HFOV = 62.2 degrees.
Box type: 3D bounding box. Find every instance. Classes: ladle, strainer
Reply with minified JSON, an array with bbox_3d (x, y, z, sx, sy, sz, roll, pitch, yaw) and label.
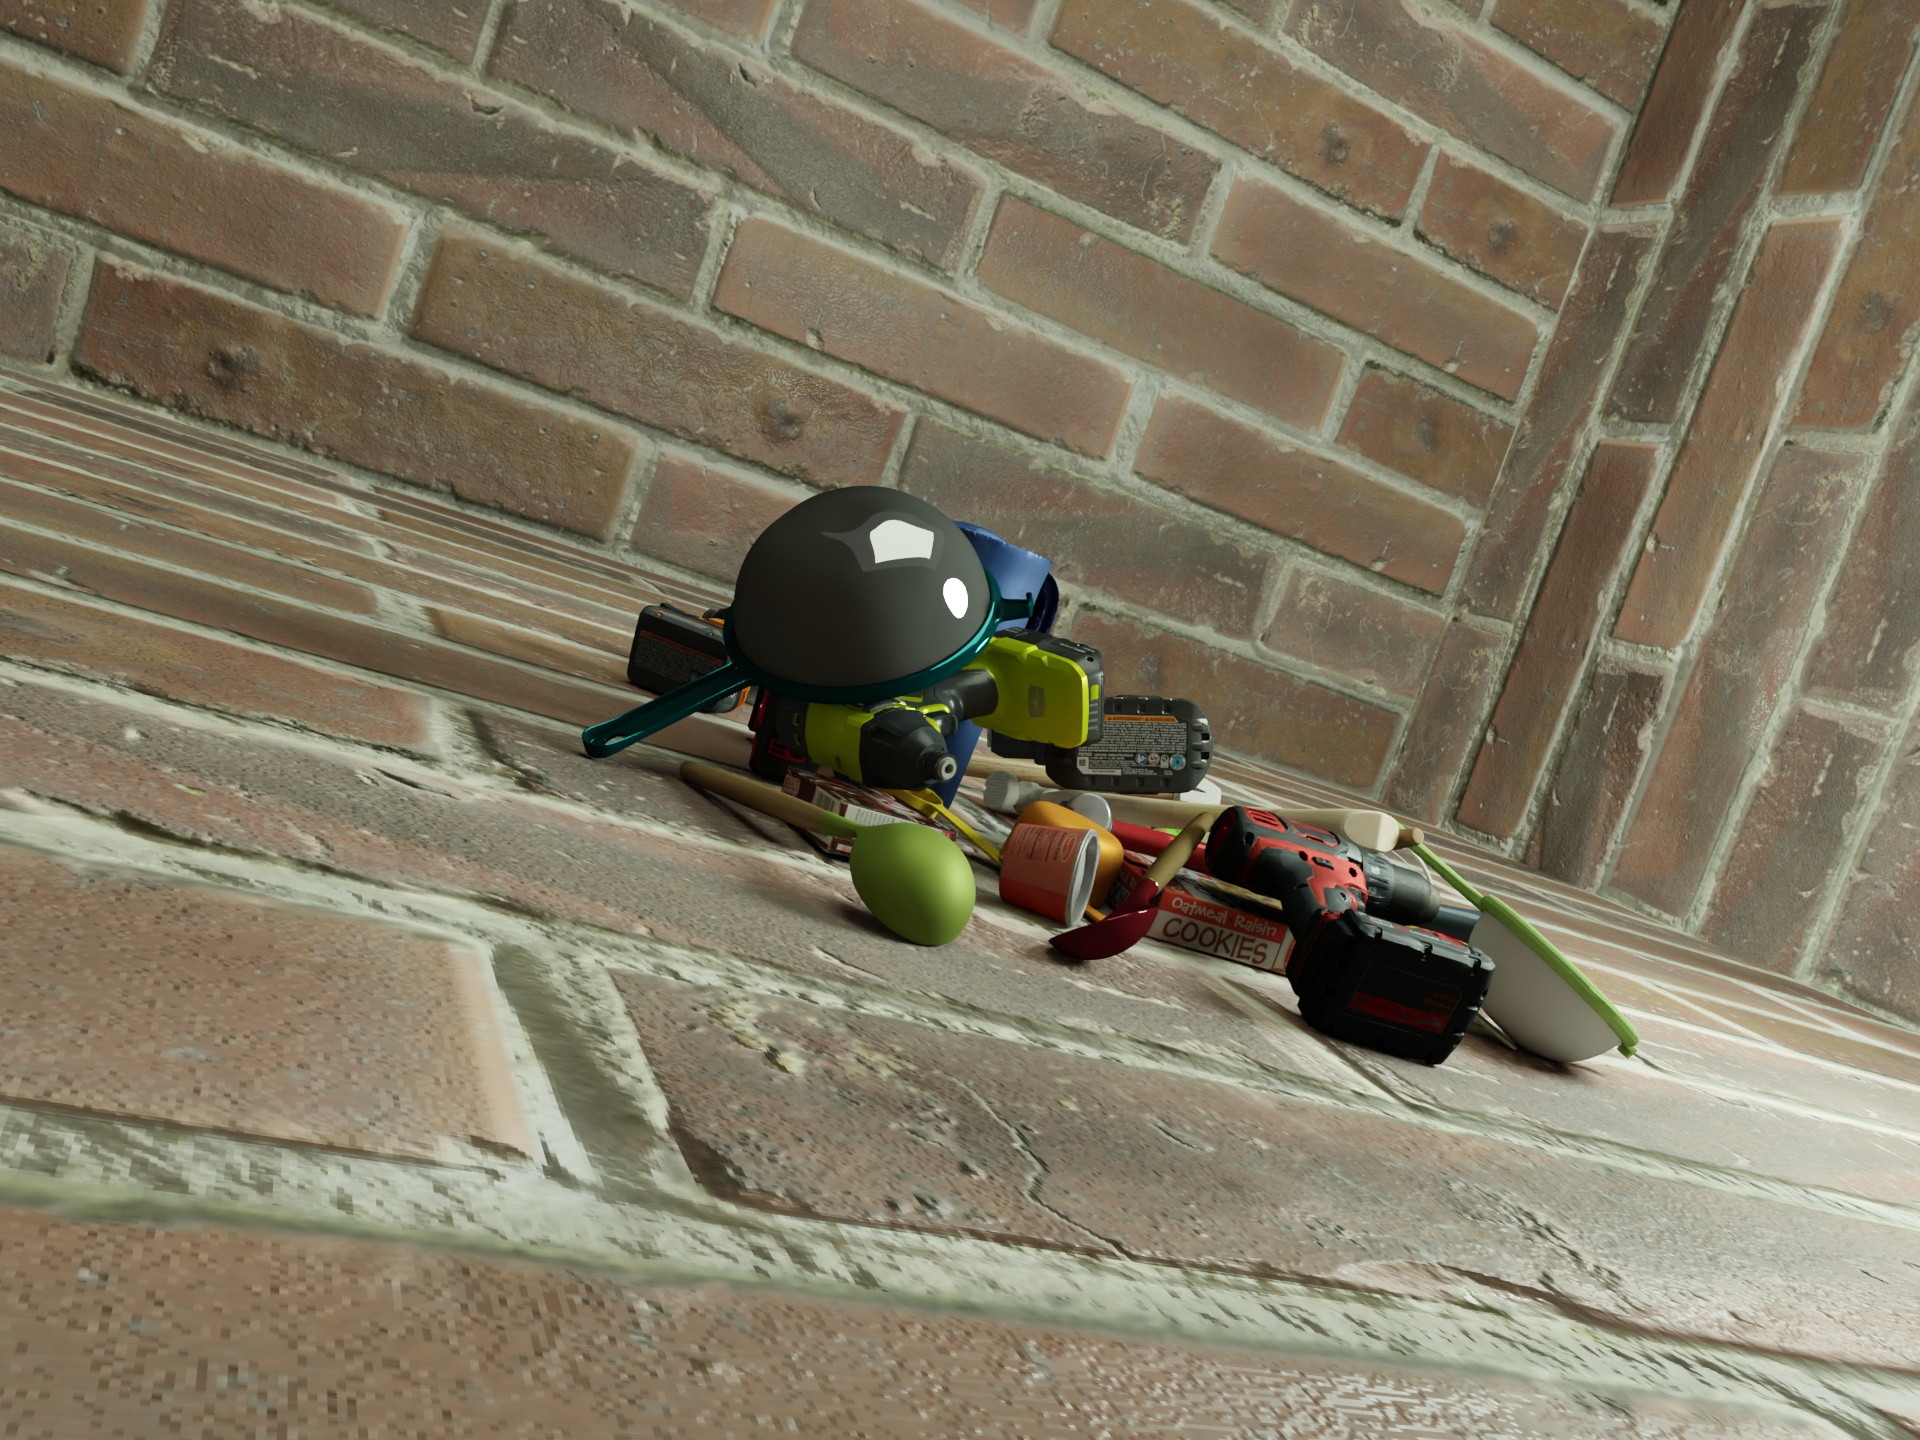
[{"bbox_3d":[0.133,0.107,1.091,0.069,0.031,0.315,-20,3,24],"label":"ladle"},{"bbox_3d":[0.402,0.176,1.233,0.257,0.069,0.151,47,5,35],"label":"strainer"},{"bbox_3d":[-0.101,0.071,1.002,0.078,0.062,0.320,13,1,-38],"label":"ladle"},{"bbox_3d":[-0.127,-0.083,1.142,0.340,0.095,0.211,-29,44,-27],"label":"strainer"}]

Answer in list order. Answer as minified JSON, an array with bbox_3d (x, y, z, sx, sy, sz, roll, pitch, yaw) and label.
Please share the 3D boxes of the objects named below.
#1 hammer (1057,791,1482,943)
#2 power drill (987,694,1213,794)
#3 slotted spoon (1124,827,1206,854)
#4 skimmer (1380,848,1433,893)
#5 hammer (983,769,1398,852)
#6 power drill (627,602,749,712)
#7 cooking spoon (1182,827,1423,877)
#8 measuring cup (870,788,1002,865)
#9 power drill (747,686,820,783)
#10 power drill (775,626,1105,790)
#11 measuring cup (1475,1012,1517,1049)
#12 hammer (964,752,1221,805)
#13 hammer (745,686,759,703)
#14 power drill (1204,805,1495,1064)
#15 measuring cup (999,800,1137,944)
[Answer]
[{"bbox_3d":[0.265,0.132,1.334,0.386,0.038,0.143,15,-11,-1],"label":"hammer"},{"bbox_3d":[0.121,0.017,1.388,0.190,0.080,0.228,1,1,-1],"label":"power drill"},{"bbox_3d":[0.198,0.118,1.621,0.070,0.031,0.313,20,7,17],"label":"slotted spoon"},{"bbox_3d":[0.370,0.141,1.656,0.127,0.090,0.363,51,-3,-9],"label":"skimmer"},{"bbox_3d":[0.206,0.085,1.393,0.146,0.038,0.411,16,-8,-39],"label":"hammer"},{"bbox_3d":[-0.233,-0.073,1.589,0.164,0.084,0.226,21,15,21],"label":"power drill"},{"bbox_3d":[0.286,0.119,1.375,0.068,0.017,0.319,21,-19,-21],"label":"cooking spoon"},{"bbox_3d":[-0.011,0.088,1.230,0.157,0.029,0.062,36,11,32],"label":"measuring cup"},{"bbox_3d":[-0.129,-0.028,1.325,0.078,0.143,0.220,16,3,-6],"label":"power drill"},{"bbox_3d":[-0.002,-0.004,1.191,0.223,0.080,0.171,-17,24,-38],"label":"power drill"},{"bbox_3d":[0.347,0.208,1.221,0.168,0.038,0.083,39,10,19],"label":"measuring cup"},{"bbox_3d":[0.101,0.057,1.588,0.331,0.031,0.130,9,-12,-9],"label":"hammer"},{"bbox_3d":[-0.179,-0.035,1.811,0.146,0.035,0.334,21,5,25],"label":"hammer"},{"bbox_3d":[0.286,0.144,1.118,0.187,0.080,0.227,18,17,-15],"label":"power drill"},{"bbox_3d":[0.095,0.109,1.158,0.095,0.052,0.174,23,6,-27],"label":"measuring cup"}]
